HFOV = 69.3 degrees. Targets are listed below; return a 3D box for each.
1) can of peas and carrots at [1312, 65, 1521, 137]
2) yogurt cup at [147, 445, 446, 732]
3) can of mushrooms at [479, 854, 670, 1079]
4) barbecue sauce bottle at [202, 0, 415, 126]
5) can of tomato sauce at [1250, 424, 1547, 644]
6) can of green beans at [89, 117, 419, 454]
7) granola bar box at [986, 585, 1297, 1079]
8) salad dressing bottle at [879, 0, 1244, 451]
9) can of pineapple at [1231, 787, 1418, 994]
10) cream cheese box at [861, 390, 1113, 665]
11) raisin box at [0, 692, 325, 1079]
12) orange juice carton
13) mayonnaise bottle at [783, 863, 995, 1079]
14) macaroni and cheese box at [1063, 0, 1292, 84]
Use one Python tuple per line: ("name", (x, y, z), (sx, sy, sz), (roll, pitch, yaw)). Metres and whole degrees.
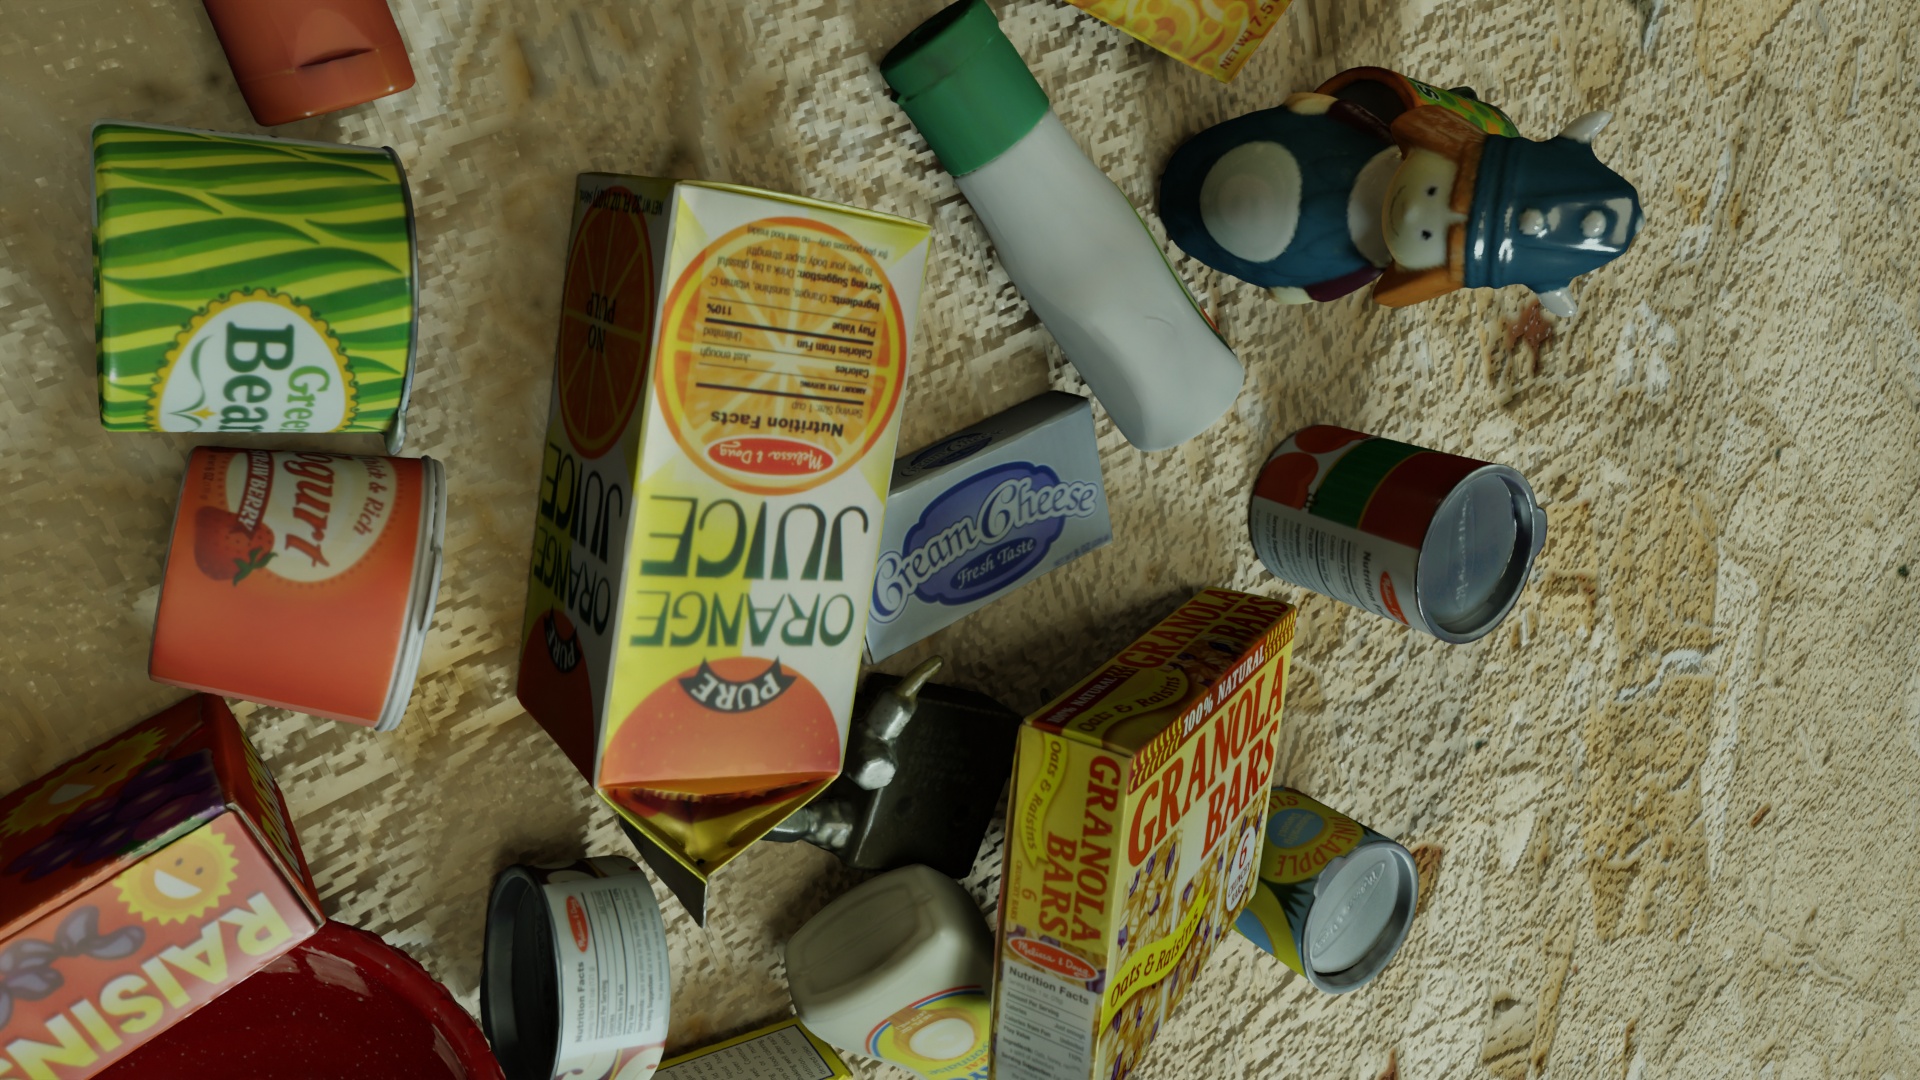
("can of peas and carrots", (0.155, -0.132, 0.493), (0.059, 0.071, 0.070), (3, 102, -34))
("yogurt cup", (-0.156, 0.009, 0.328), (0.054, 0.072, 0.072), (10, 98, -27))
("can of mushrooms", (-0.110, 0.124, 0.393), (0.033, 0.071, 0.071), (2, 103, -35))
("barbecue sauce bottle", (-0.159, -0.164, 0.286), (0.065, 0.044, 0.148), (-28, 118, -26))
("can of tomato sauce", (0.163, -0.006, 0.525), (0.071, 0.083, 0.071), (-11, 110, -31))
("can of green beans", (-0.156, -0.056, 0.305), (0.058, 0.071, 0.071), (-2, 106, -33))
("granola bar box", (0.066, 0.096, 0.472), (0.166, 0.039, 0.123), (-23, 122, -59))
("salad dressing bottle", (0.033, -0.094, 0.428), (0.044, 0.064, 0.147), (-39, 116, 2))
("can of pineapple", (0.143, 0.141, 0.571), (0.071, 0.058, 0.070), (-11, 110, -31))
("cream cheese box", (0.002, -0.006, 0.453), (0.104, 0.024, 0.053), (-26, 117, -25))
("raisin box", (-0.210, 0.089, 0.300), (0.124, 0.086, 0.040), (-32, 115, -22))
("orange juice carton", (-0.070, 0.002, 0.378), (0.073, 0.072, 0.192), (3, 102, -34))
("mayonnaise bottle", (0.003, 0.166, 0.484), (0.064, 0.041, 0.147), (-33, 132, 8))
("macaroni and cheese box", (0.046, -0.213, 0.378), (0.166, 0.040, 0.123), (12, 130, -35))
